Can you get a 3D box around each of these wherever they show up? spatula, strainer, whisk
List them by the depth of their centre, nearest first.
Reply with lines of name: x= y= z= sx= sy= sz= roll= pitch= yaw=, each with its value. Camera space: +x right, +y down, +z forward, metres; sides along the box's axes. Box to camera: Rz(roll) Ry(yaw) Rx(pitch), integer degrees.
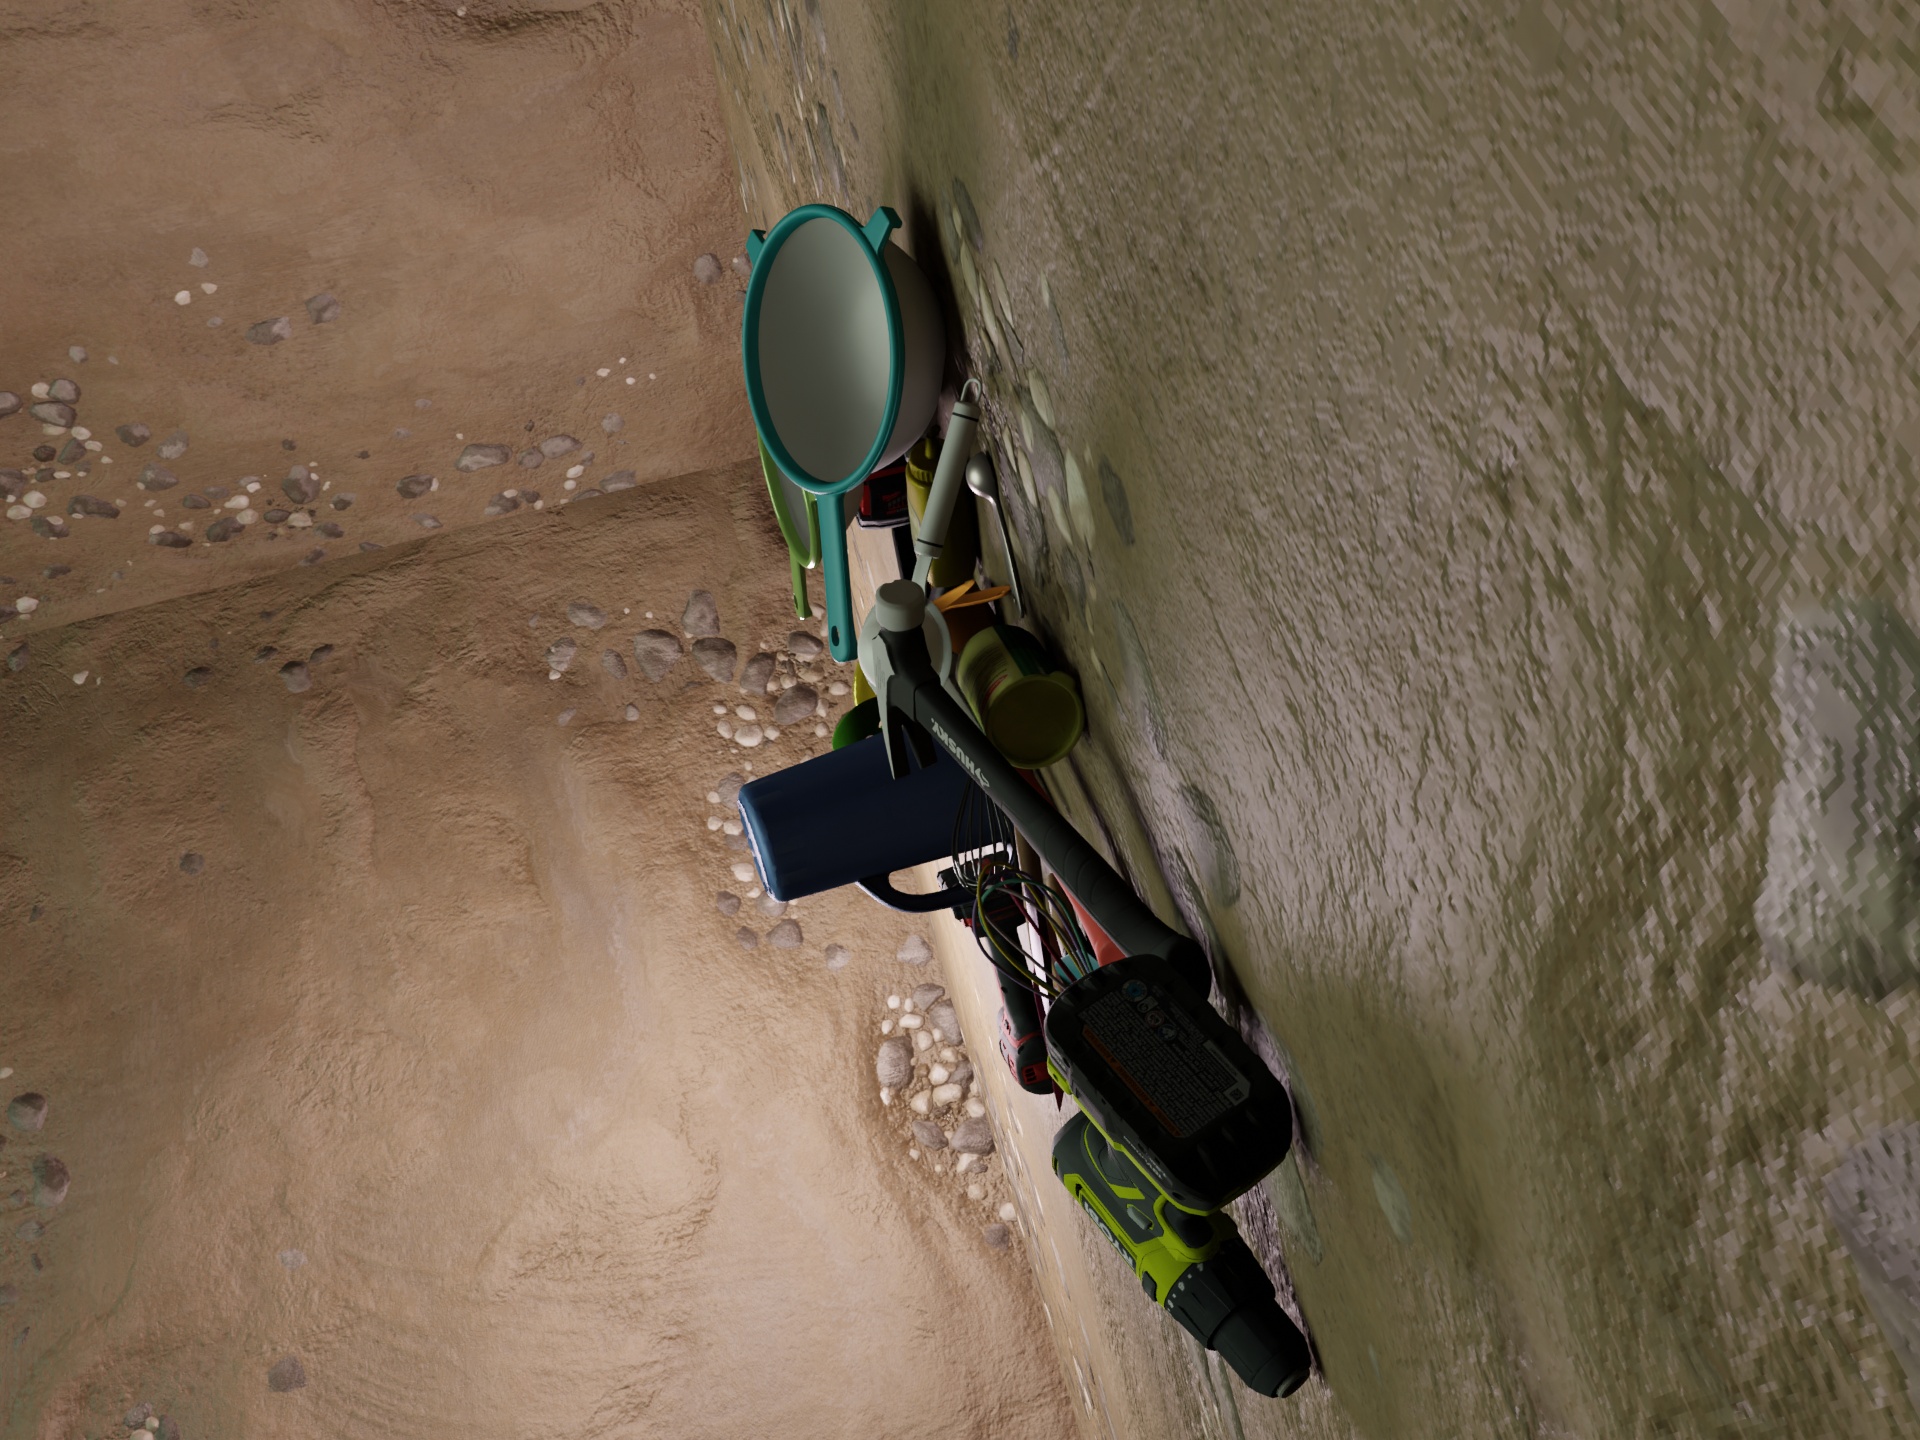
whisk: x=0.079 y=0.163 z=0.931 sx=0.244 sy=0.051 sz=0.047 roll=50 pitch=-169 yaw=-33
strainer: x=-0.027 y=-0.113 z=1.110 sx=0.087 sy=0.050 sz=0.258 roll=23 pitch=101 yaw=35
spatula: x=0.089 y=0.156 z=1.165 sx=0.082 sy=0.044 sz=0.317 roll=43 pitch=-173 yaw=-9
spatula: x=0.053 y=0.112 z=1.210 sx=0.316 sy=0.018 sz=0.059 roll=-95 pitch=-2 yaw=-53
strainer: x=-0.071 y=-0.217 z=1.218 sx=0.211 sy=0.095 sz=0.340 roll=13 pitch=111 yaw=51
whisk: x=0.019 y=0.035 z=1.319 sx=0.055 sy=0.055 sz=0.239 roll=89 pitch=180 yaw=-66
strainer: x=-0.122 y=-0.180 z=1.405 sx=0.256 sy=0.069 sz=0.152 roll=93 pitch=155 yaw=-55

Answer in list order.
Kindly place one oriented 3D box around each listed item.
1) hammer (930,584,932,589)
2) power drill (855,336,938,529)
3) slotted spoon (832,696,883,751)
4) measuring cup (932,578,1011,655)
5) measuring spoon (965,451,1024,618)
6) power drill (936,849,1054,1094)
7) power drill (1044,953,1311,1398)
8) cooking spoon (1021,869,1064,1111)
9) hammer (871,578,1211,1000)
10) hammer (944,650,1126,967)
hammer: x=-0.030 y=-0.132 z=1.565 sx=0.127 sy=0.034 sz=0.337 roll=88 pitch=165 yaw=-61
power drill: x=-0.059 y=-0.254 z=1.371 sx=0.219 sy=0.078 sz=0.143 roll=107 pitch=147 yaw=-73
slotted spoon: x=-0.050 y=-0.001 z=1.556 sx=0.031 sy=0.070 sz=0.313 roll=35 pitch=-166 yaw=12
measuring cup: x=0.008 y=-0.072 z=1.257 sx=0.052 sy=0.095 sz=0.174 roll=58 pitch=155 yaw=-12
measuring spoon: x=0.024 y=-0.133 z=1.152 sx=0.034 sy=0.018 sz=0.124 roll=-148 pitch=43 yaw=-81
power drill: x=0.046 y=0.252 z=1.614 sx=0.188 sy=0.080 sz=0.226 roll=-141 pitch=34 yaw=-80
power drill: x=0.120 y=0.250 z=0.859 sx=0.191 sy=0.080 sz=0.228 roll=46 pitch=157 yaw=38
cooking spoon: x=0.059 y=0.155 z=1.230 sx=0.068 sy=0.017 sz=0.319 roll=76 pitch=-174 yaw=-46
hammer: x=0.040 y=0.058 z=0.970 sx=0.335 sy=0.035 sz=0.146 roll=47 pitch=150 yaw=39
hammer: x=0.054 y=0.060 z=1.109 sx=0.149 sy=0.036 sz=0.359 roll=31 pitch=-162 yaw=-40
